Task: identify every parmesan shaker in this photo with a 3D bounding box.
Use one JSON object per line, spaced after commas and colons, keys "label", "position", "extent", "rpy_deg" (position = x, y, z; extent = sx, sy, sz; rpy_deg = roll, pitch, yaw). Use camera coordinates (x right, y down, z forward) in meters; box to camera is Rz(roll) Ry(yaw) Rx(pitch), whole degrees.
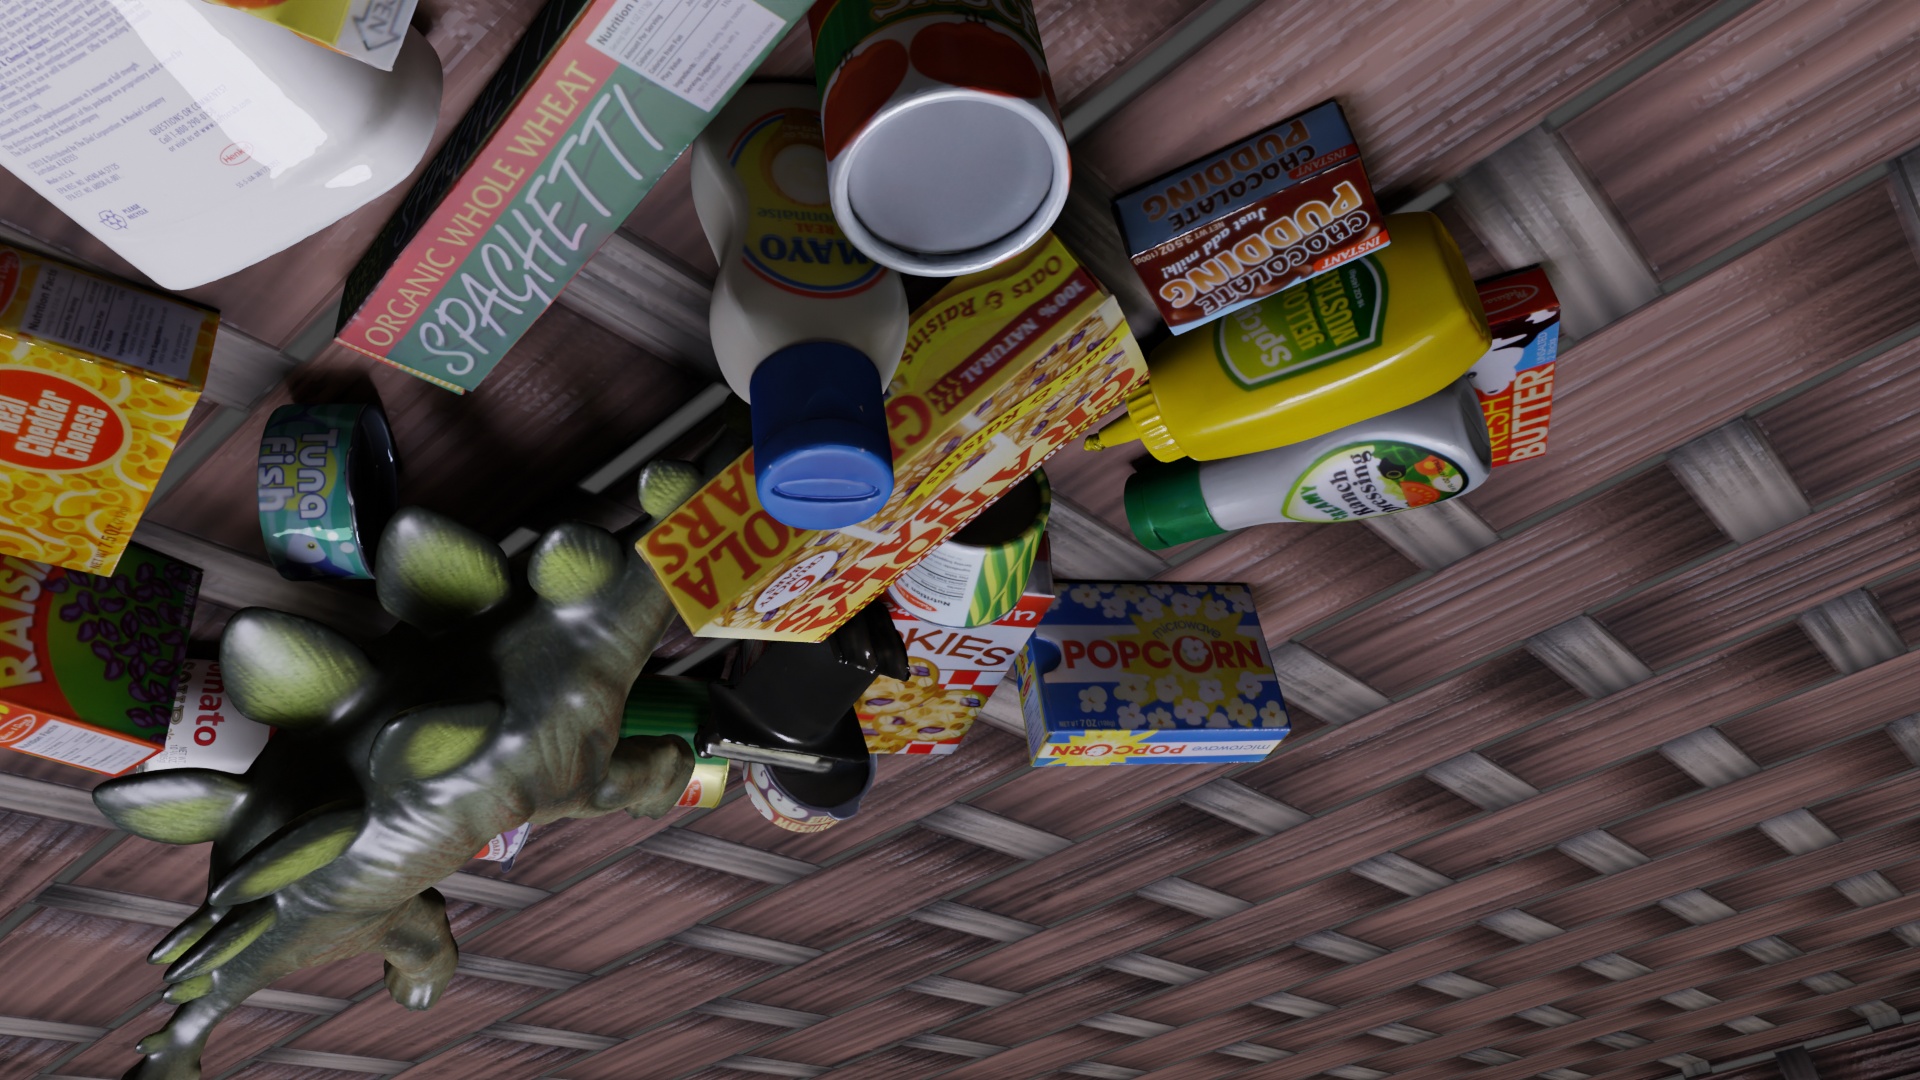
{"label": "parmesan shaker", "position": [-0.171, 0.096, 0.692], "extent": [0.103, 0.071, 0.071], "rpy_deg": [7, 143, -21]}

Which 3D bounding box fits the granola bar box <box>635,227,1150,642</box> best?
{"label": "granola bar box", "position": [-0.016, -0.031, 0.480], "extent": [0.165, 0.039, 0.124], "rpy_deg": [-39, 168, 7]}

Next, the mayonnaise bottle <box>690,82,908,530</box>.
{"label": "mayonnaise bottle", "position": [-0.044, -0.072, 0.402], "extent": [0.065, 0.149, 0.041], "rpy_deg": [1, 143, -14]}

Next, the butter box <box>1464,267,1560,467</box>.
{"label": "butter box", "position": [0.219, -0.066, 0.582], "extent": [0.053, 0.024, 0.103], "rpy_deg": [-15, 145, 10]}

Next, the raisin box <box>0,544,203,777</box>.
{"label": "raisin box", "position": [-0.367, 0.031, 0.534], "extent": [0.040, 0.086, 0.123], "rpy_deg": [-26, 142, 26]}

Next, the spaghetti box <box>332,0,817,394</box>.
{"label": "spaghetti box", "position": [-0.109, -0.128, 0.412], "extent": [0.050, 0.029, 0.249], "rpy_deg": [23, 134, -38]}

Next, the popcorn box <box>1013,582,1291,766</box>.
{"label": "popcorn box", "position": [0.092, 0.066, 0.690], "extent": [0.127, 0.085, 0.038], "rpy_deg": [1, 145, -15]}

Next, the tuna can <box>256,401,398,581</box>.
{"label": "tuna can", "position": [-0.231, -0.018, 0.508], "extent": [0.033, 0.071, 0.070], "rpy_deg": [-2, 145, -9]}

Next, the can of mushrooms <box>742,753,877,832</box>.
{"label": "can of mushrooms", "position": [-0.080, 0.123, 0.747], "extent": [0.071, 0.071, 0.033], "rpy_deg": [10, 143, -25]}

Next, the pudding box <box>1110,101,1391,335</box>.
{"label": "pudding box", "position": [0.101, -0.110, 0.485], "extent": [0.083, 0.030, 0.049], "rpy_deg": [-21, 145, 17]}

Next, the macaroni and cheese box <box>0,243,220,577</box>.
{"label": "macaroni and cheese box", "position": [-0.352, -0.053, 0.455], "extent": [0.166, 0.040, 0.123], "rpy_deg": [18, 136, -34]}

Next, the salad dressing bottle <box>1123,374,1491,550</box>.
{"label": "salad dressing bottle", "position": [0.141, -0.029, 0.580], "extent": [0.147, 0.044, 0.064], "rpy_deg": [-16, 142, 33]}

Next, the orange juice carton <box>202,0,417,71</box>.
{"label": "orange juice carton", "position": [-0.183, -0.157, 0.246], "extent": [0.193, 0.073, 0.071], "rpy_deg": [16, 102, -42]}

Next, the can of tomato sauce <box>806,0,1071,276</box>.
{"label": "can of tomato sauce", "position": [-0.007, -0.127, 0.388], "extent": [0.071, 0.083, 0.070], "rpy_deg": [-6, 146, -4]}

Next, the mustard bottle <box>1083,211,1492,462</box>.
{"label": "mustard bottle", "position": [0.114, -0.065, 0.527], "extent": [0.160, 0.065, 0.049], "rpy_deg": [-24, 149, 27]}

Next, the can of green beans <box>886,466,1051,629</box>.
{"label": "can of green beans", "position": [0.001, -0.006, 0.582], "extent": [0.071, 0.071, 0.057], "rpy_deg": [-1, 144, -11]}

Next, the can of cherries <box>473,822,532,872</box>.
{"label": "can of cherries", "position": [-0.257, 0.133, 0.719], "extent": [0.058, 0.072, 0.071], "rpy_deg": [17, 138, -32]}

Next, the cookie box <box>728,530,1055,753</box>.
{"label": "cookie box", "position": [-0.040, 0.050, 0.678], "extent": [0.123, 0.040, 0.166], "rpy_deg": [4, 145, -18]}
